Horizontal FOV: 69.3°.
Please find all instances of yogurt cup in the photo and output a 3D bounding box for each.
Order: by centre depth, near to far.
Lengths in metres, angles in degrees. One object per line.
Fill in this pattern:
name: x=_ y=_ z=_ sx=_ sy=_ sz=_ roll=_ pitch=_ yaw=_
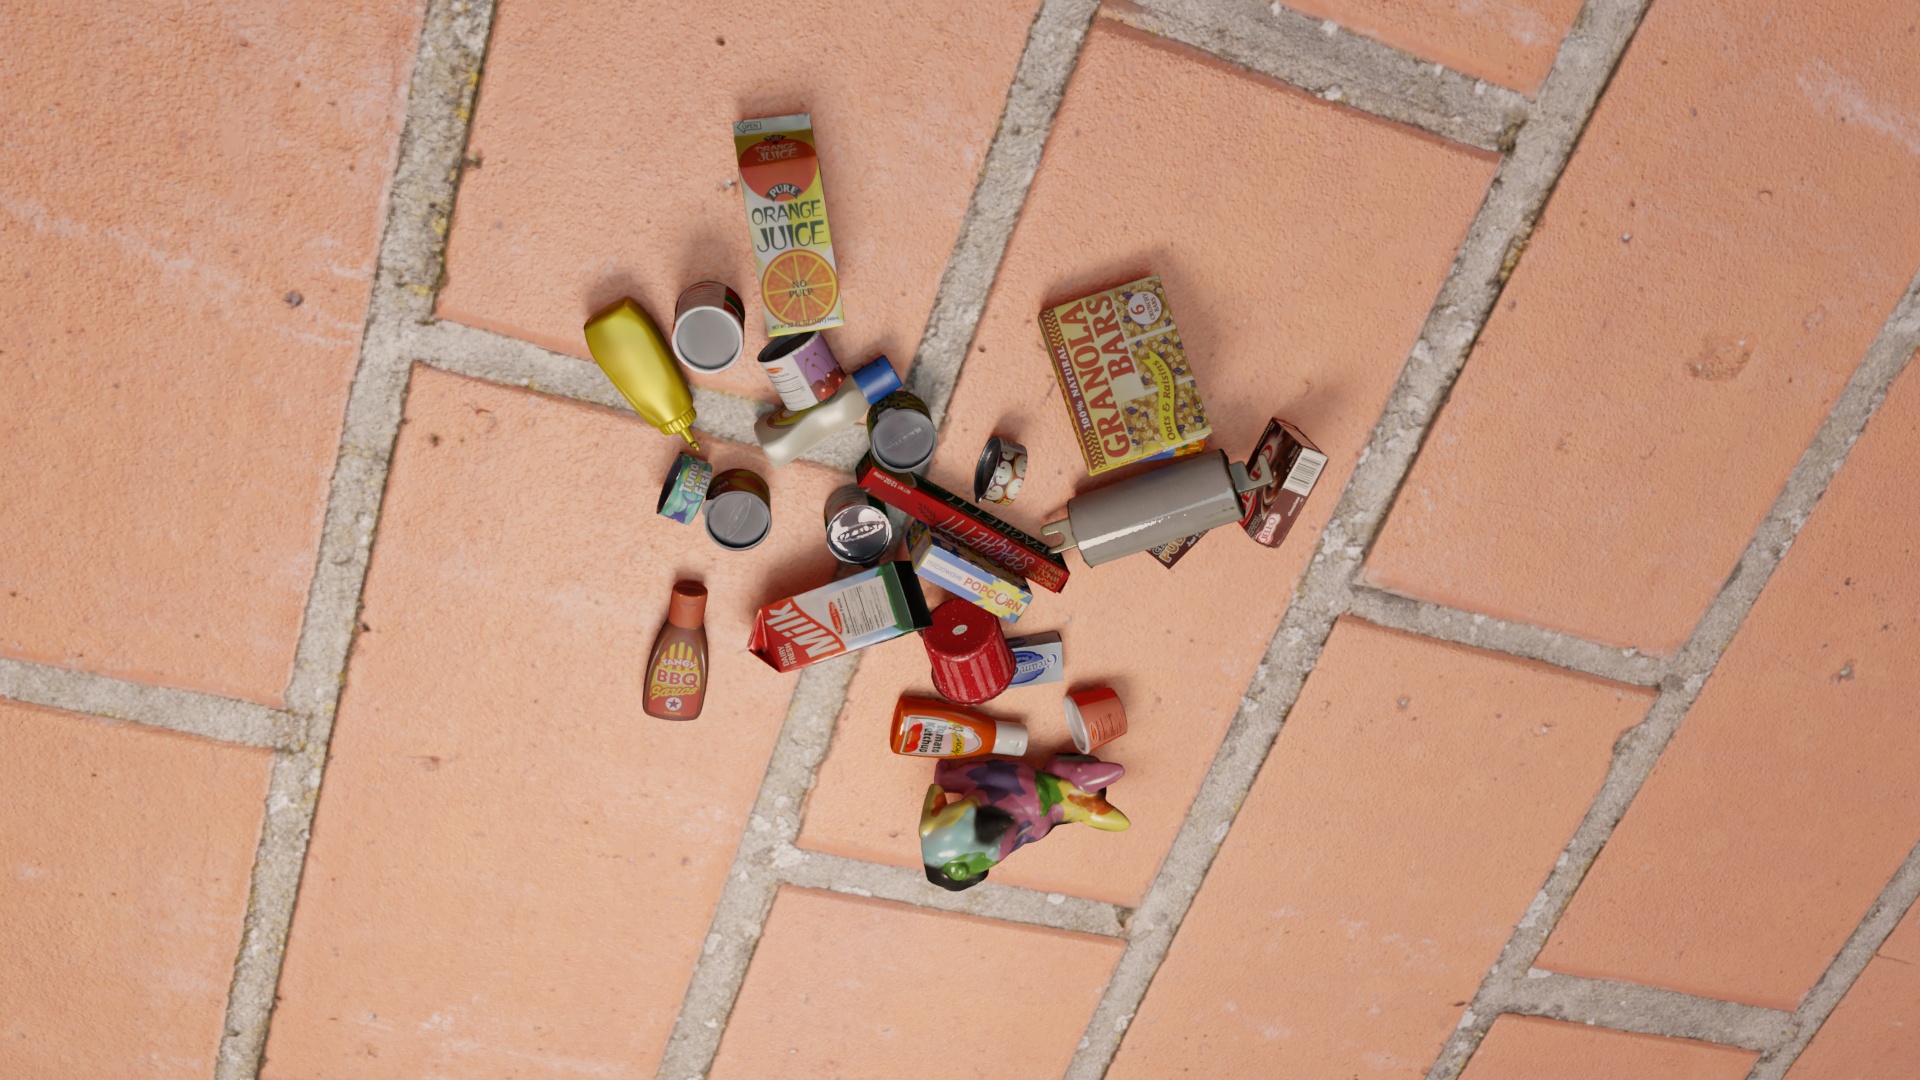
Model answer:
yogurt cup: x=0.152 y=0.198 z=1.548 sx=0.054 sy=0.072 sz=0.072 roll=-17 pitch=117 yaw=-10

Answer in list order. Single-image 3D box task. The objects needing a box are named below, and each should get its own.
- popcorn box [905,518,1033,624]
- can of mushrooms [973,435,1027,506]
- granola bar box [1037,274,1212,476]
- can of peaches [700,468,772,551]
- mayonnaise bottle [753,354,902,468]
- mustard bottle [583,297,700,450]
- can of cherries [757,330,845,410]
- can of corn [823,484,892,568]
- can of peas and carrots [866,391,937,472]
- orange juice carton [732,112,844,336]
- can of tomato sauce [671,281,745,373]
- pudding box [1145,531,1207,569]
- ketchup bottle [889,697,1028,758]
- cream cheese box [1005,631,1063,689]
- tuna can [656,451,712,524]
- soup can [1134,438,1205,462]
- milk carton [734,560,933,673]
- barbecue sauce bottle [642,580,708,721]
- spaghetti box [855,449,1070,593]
popcorn box: x=0.008 y=0.028 z=1.432 sx=0.126 sy=0.085 sz=0.038 roll=28 pitch=106 yaw=-20
can of mushrooms: x=0.040 y=-0.067 z=1.403 sx=0.033 sy=0.071 sz=0.070 roll=15 pitch=112 yaw=-17
granola bar box: x=0.159 y=-0.161 z=1.353 sx=0.124 sy=0.039 sz=0.165 roll=-18 pitch=86 yaw=0
can of peaches: x=-0.223 y=-0.032 z=1.382 sx=0.071 sy=0.058 sz=0.071 roll=-3 pitch=116 yaw=-7
mayonnaise bottle: x=-0.128 y=-0.129 z=1.352 sx=0.148 sy=0.065 sz=0.041 roll=-31 pitch=125 yaw=1
mustard bottle: x=-0.293 y=-0.150 z=1.320 sx=0.065 sy=0.049 sz=0.159 roll=-27 pitch=117 yaw=4
can of cherries: x=-0.150 y=-0.167 z=1.328 sx=0.071 sy=0.072 sz=0.058 roll=-28 pitch=116 yaw=4
can of corn: x=-0.104 y=-0.015 z=1.409 sx=0.071 sy=0.058 sz=0.070 roll=-4 pitch=115 yaw=-8
can of peas and carrots: x=-0.060 y=-0.110 z=1.372 sx=0.071 sy=0.059 sz=0.070 roll=-3 pitch=115 yaw=-7
orange juice carton: x=-0.154 y=-0.285 z=1.253 sx=0.072 sy=0.073 sz=0.192 roll=-10 pitch=100 yaw=-4
can of tomato sauce: x=-0.232 y=-0.196 z=1.289 sx=0.071 sy=0.083 sz=0.071 roll=-3 pitch=115 yaw=-7
pudding box: x=0.231 y=-0.016 z=1.479 sx=0.049 sy=0.030 sz=0.083 roll=39 pitch=103 yaw=-22
ketchup bottle: x=-0.001 y=0.213 z=1.541 sx=0.149 sy=0.044 sz=0.064 roll=8 pitch=113 yaw=-14
cream cheese box: x=0.061 y=0.135 z=1.525 sx=0.104 sy=0.024 sz=0.053 roll=-8 pitch=117 yaw=-5
tuna can: x=-0.269 y=-0.052 z=1.359 sx=0.033 sy=0.071 sz=0.071 roll=22 pitch=110 yaw=-20
soup can: x=0.199 y=-0.117 z=1.406 sx=0.084 sy=0.071 sz=0.071 roll=-8 pitch=116 yaw=-6
milk carton: x=-0.134 y=0.084 z=1.418 sx=0.190 sy=0.072 sz=0.073 roll=-19 pitch=85 yaw=13
barbecue sauce bottle: x=-0.291 y=0.115 z=1.447 sx=0.065 sy=0.044 sz=0.148 roll=8 pitch=113 yaw=-12
spaghetti box: x=0.005 y=-0.018 z=1.430 sx=0.250 sy=0.050 sz=0.028 roll=28 pitch=109 yaw=-20
